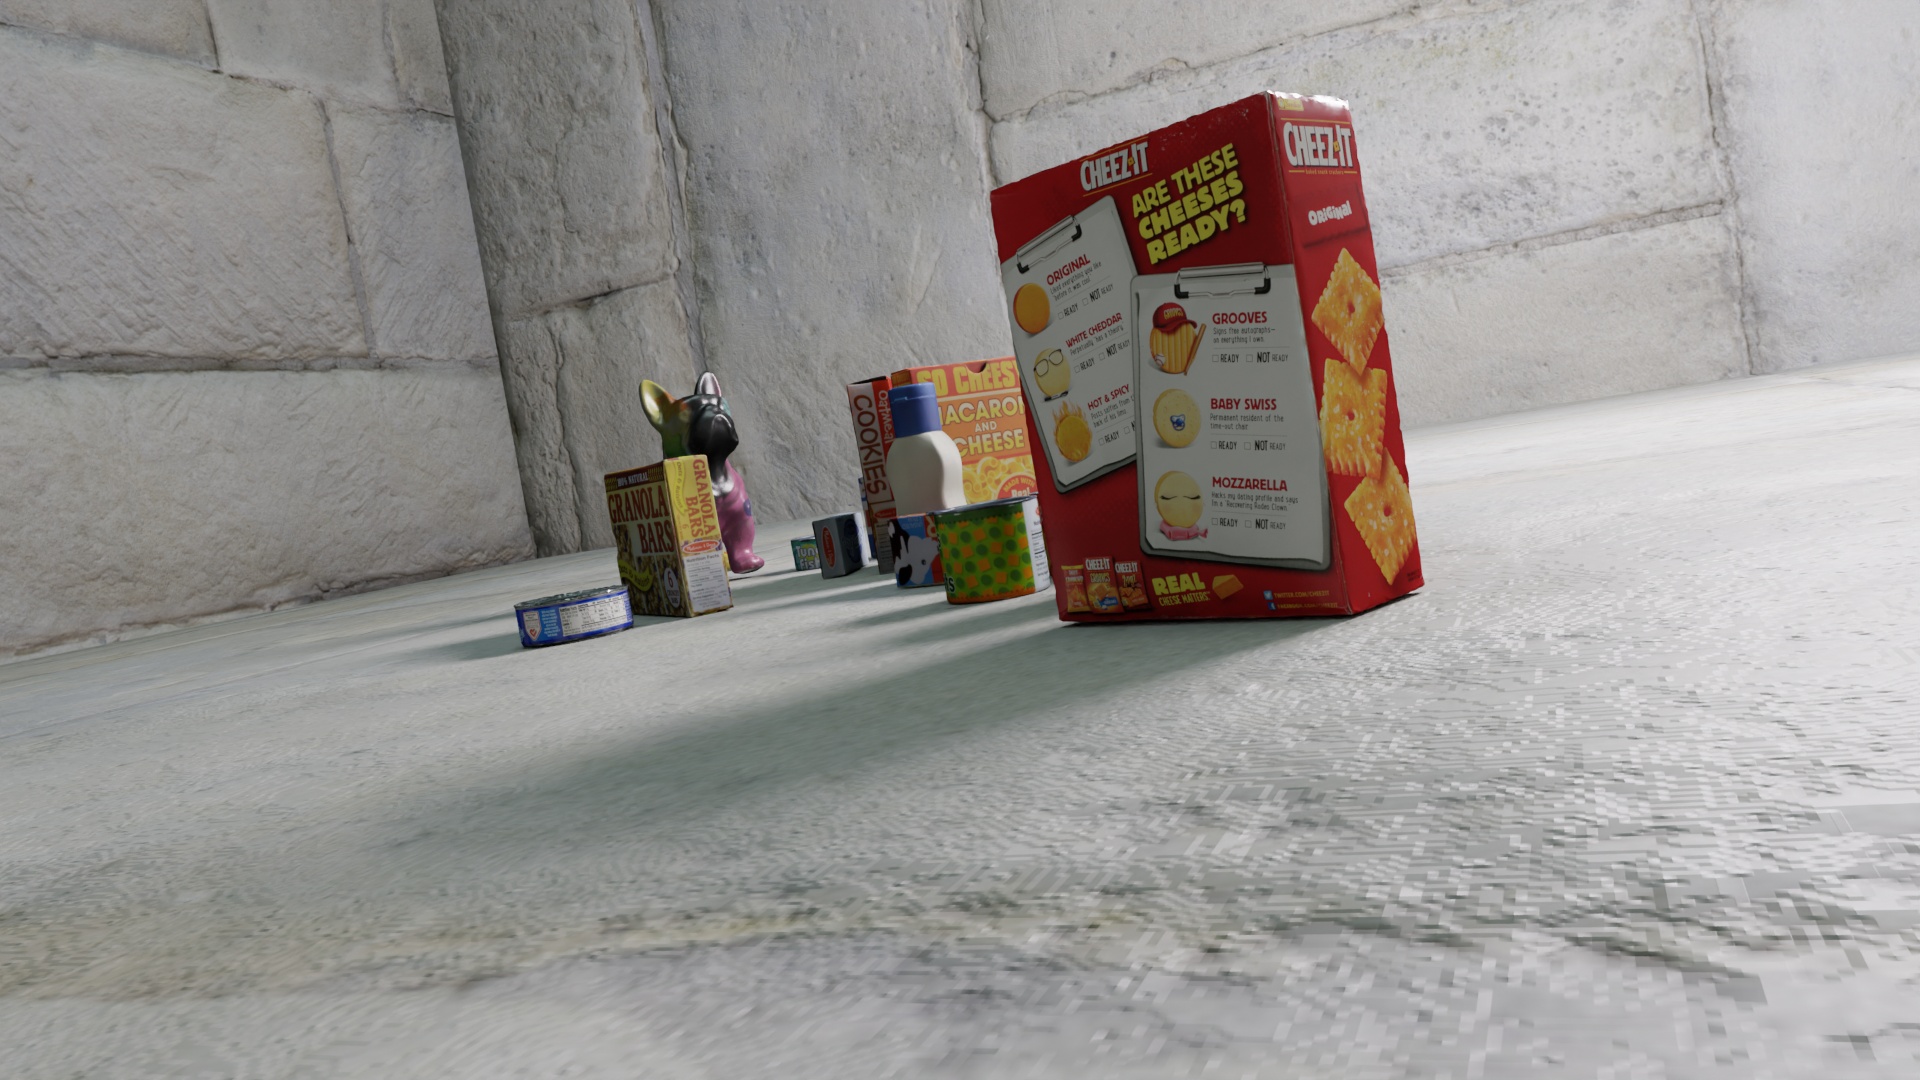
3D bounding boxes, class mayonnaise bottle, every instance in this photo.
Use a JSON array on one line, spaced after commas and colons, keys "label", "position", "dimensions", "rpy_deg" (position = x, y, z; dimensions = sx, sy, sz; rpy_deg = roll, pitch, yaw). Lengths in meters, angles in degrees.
[{"label": "mayonnaise bottle", "position": [-0.025, -0.044, 1.055], "dimensions": [0.064, 0.148, 0.041], "rpy_deg": [-8, 3, 29]}]

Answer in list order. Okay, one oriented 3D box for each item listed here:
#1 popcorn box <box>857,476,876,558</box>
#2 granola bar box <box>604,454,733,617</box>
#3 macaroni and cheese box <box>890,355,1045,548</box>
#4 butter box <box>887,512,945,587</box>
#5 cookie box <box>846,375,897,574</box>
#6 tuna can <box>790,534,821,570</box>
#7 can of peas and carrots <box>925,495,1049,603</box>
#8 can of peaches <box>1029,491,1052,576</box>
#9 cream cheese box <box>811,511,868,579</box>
[{"label": "popcorn box", "position": [-0.035, -0.032, 1.401], "dimensions": [0.126, 0.085, 0.038], "rpy_deg": [-8, 3, 24]}, {"label": "granola bar box", "position": [-0.244, -0.002, 1.141], "dimensions": [0.039, 0.124, 0.165], "rpy_deg": [-11, 4, -30]}, {"label": "macaroni and cheese box", "position": [0.016, -0.067, 1.162], "dimensions": [0.124, 0.166, 0.040], "rpy_deg": [-11, 3, -29]}, {"label": "butter box", "position": [-0.003, 0.004, 0.995], "dimensions": [0.103, 0.053, 0.024], "rpy_deg": [-7, 4, 36]}, {"label": "cookie box", "position": [-0.063, -0.060, 1.243], "dimensions": [0.040, 0.167, 0.123], "rpy_deg": [-9, 3, 2]}, {"label": "tuna can", "position": [-0.141, 0.010, 1.427], "dimensions": [0.071, 0.033, 0.071], "rpy_deg": [-9, 3, 1]}, {"label": "can of peas and carrots", "position": [0.017, 0.006, 0.865], "dimensions": [0.071, 0.058, 0.071], "rpy_deg": [-9, 3, 1]}, {"label": "can of peaches", "position": [0.085, -0.009, 0.921], "dimensions": [0.071, 0.058, 0.071], "rpy_deg": [-9, 3, 1]}, {"label": "cream cheese box", "position": [-0.110, 0.003, 1.285], "dimensions": [0.024, 0.053, 0.104], "rpy_deg": [-9, 3, 9]}]
